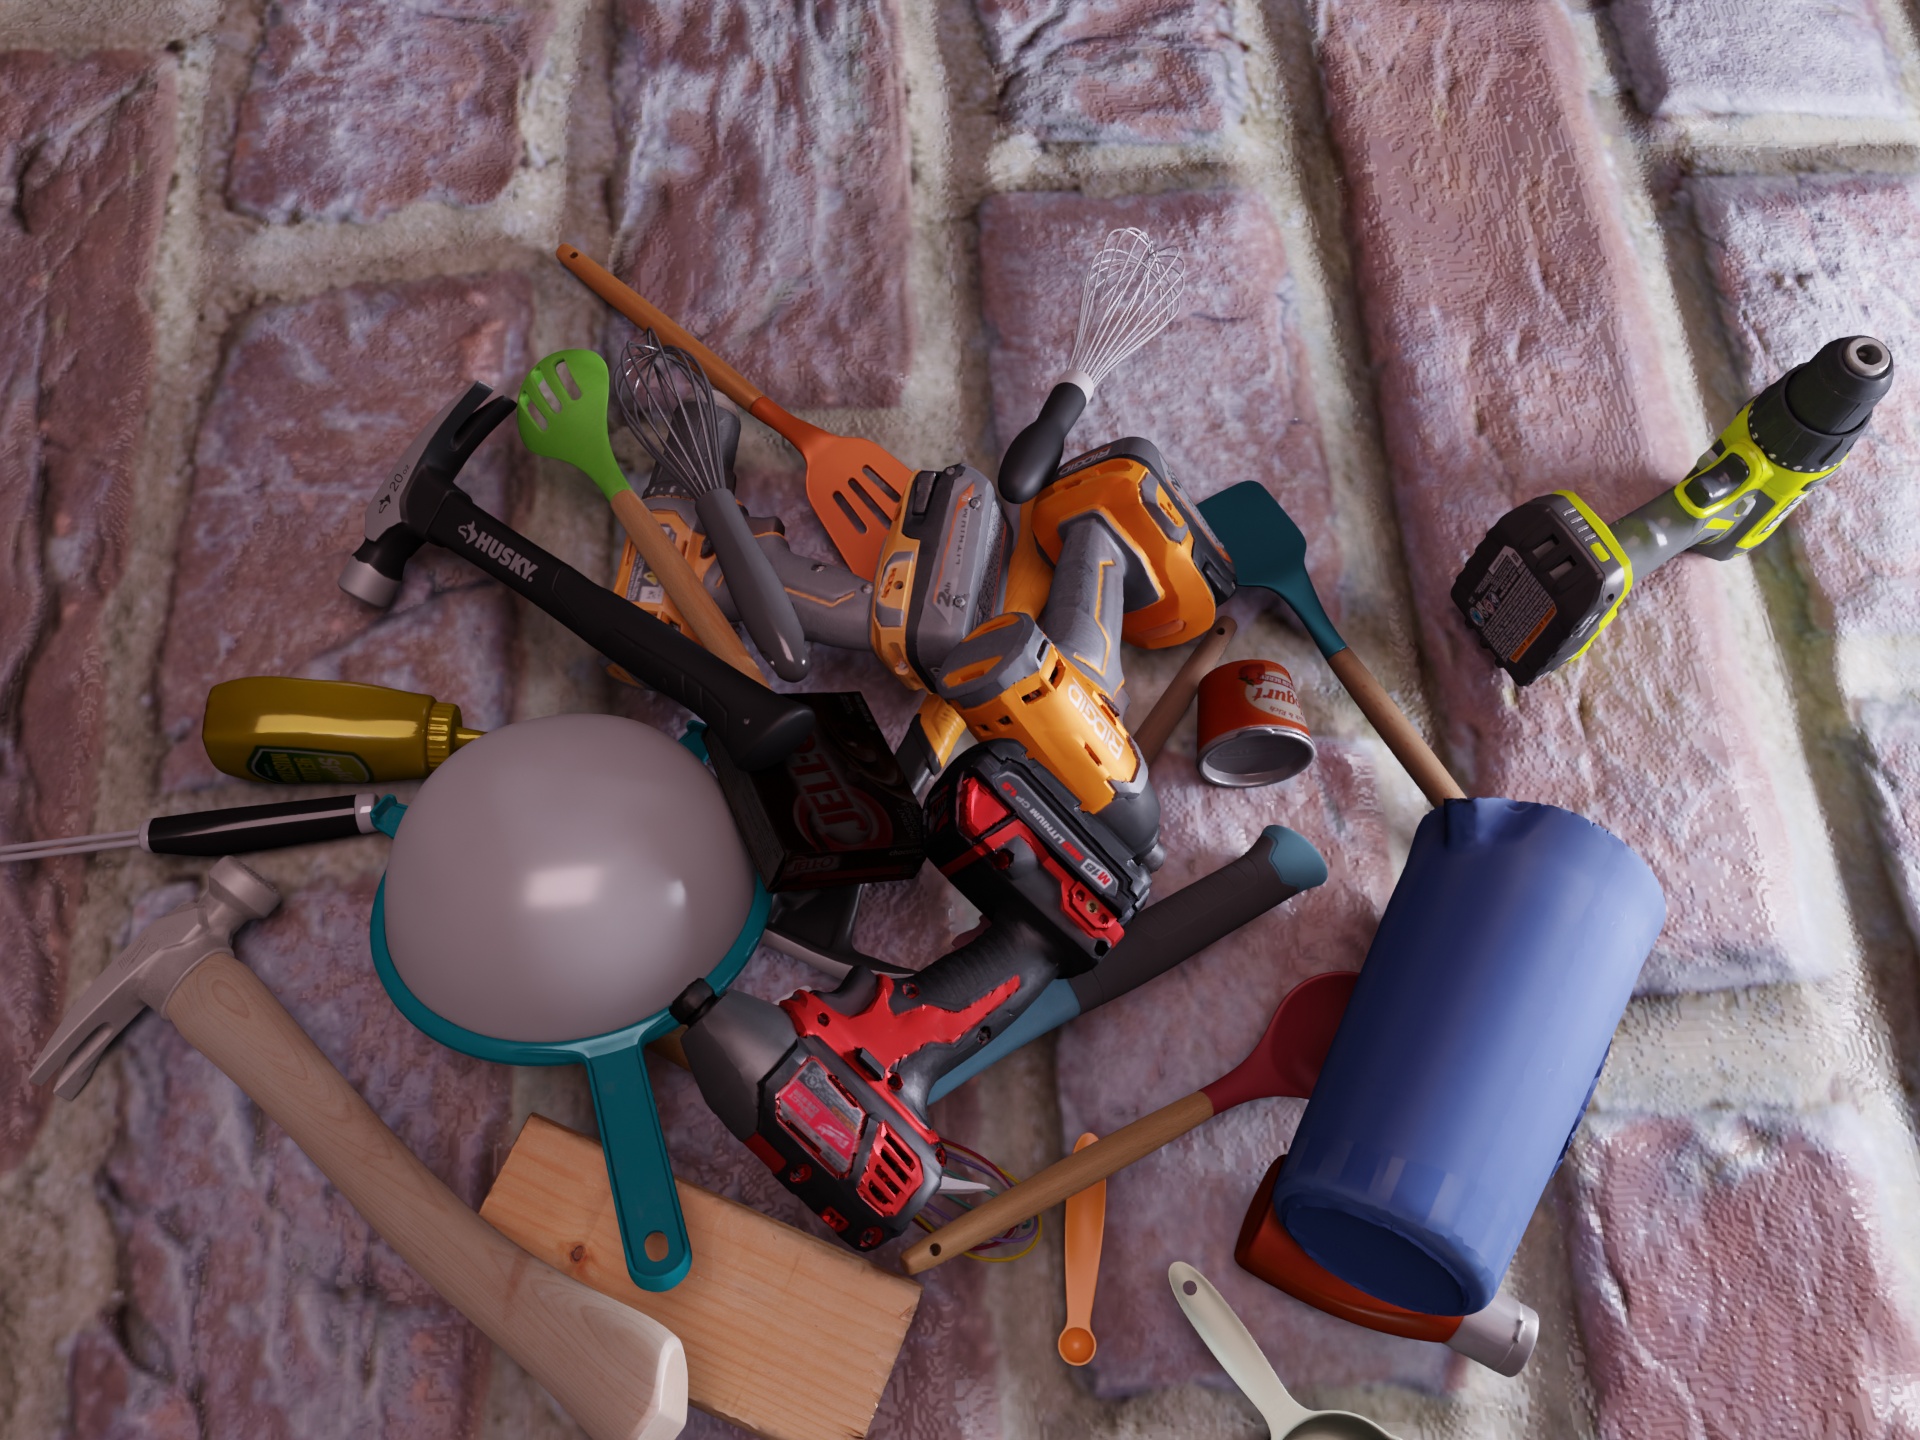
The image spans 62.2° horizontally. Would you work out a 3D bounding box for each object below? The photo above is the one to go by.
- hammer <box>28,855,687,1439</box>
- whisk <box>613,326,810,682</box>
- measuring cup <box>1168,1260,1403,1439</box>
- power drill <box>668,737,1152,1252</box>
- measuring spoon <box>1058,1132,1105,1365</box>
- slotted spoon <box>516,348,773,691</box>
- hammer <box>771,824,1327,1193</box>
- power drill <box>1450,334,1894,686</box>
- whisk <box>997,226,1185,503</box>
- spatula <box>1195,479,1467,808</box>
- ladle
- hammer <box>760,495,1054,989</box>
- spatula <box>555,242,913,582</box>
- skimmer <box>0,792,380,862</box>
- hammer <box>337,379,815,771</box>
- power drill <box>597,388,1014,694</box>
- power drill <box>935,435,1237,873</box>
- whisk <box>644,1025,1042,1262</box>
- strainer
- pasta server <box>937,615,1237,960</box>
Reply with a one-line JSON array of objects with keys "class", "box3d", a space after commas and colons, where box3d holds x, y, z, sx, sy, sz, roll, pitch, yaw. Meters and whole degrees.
[{"class": "hammer", "box3d": [-0.284, 0.214, 0.744, 0.411, 0.038, 0.146, 29, 70, 31]}, {"class": "whisk", "box3d": [-0.134, -0.121, 0.872, 0.055, 0.055, 0.239, -22, 68, -12]}, {"class": "measuring cup", "box3d": [0.155, 0.344, 0.791, 0.083, 0.038, 0.168, -32, 71, -15]}, {"class": "power drill", "box3d": [-0.024, 0.118, 0.743, 0.143, 0.078, 0.220, 44, 64, -2]}, {"class": "measuring spoon", "box3d": [0.063, 0.275, 0.830, 0.021, 0.011, 0.117, 6, 64, -1]}, {"class": "slotted spoon", "box3d": [-0.177, -0.109, 0.894, 0.070, 0.031, 0.314, -42, 62, 9]}, {"class": "hammer", "box3d": [0.065, 0.135, 0.832, 0.331, 0.033, 0.128, -24, 82, -28]}, {"class": "power drill", "box3d": [0.415, -0.124, 0.923, 0.228, 0.190, 0.080, -29, 72, -10]}, {"class": "whisk", "box3d": [0.079, -0.217, 0.971, 0.070, 0.070, 0.285, 23, 49, 6]}, {"class": "spatula", "box3d": [0.240, -0.016, 0.955, 0.082, 0.044, 0.318, -31, 77, -15]}, {"class": "ladle", "box3d": [0.106, 0.208, 0.812, 0.315, 0.031, 0.069, -19, 72, -27]}, {"class": "hammer", "box3d": [-0.001, -0.003, 0.918, 0.127, 0.034, 0.337, 20, 64, 22]}, {"class": "spatula", "box3d": [-0.145, -0.208, 1.013, 0.323, 0.041, 0.081, 40, 72, 17]}, {"class": "skimmer", "box3d": [-0.504, 0.047, 0.846, 0.363, 0.090, 0.127, -6, 36, -8]}, {"class": "hammer", "box3d": [-0.205, -0.069, 0.863, 0.335, 0.035, 0.146, 31, 92, 29]}, {"class": "power drill", "box3d": [-0.088, -0.105, 0.918, 0.226, 0.084, 0.185, 3, 71, 16]}, {"class": "power drill", "box3d": [0.082, -0.033, 0.872, 0.164, 0.084, 0.227, 51, 42, -25]}, {"class": "whisk", "box3d": [-0.069, 0.213, 0.830, 0.245, 0.051, 0.047, 25, 74, 10]}, {"class": "strainer", "box3d": [-0.184, 0.106, 0.774, 0.211, 0.095, 0.341, -14, 46, -13]}, {"class": "pasta server", "box3d": [0.077, 0.058, 0.913, 0.060, 0.040, 0.316, 32, 65, 10]}]
